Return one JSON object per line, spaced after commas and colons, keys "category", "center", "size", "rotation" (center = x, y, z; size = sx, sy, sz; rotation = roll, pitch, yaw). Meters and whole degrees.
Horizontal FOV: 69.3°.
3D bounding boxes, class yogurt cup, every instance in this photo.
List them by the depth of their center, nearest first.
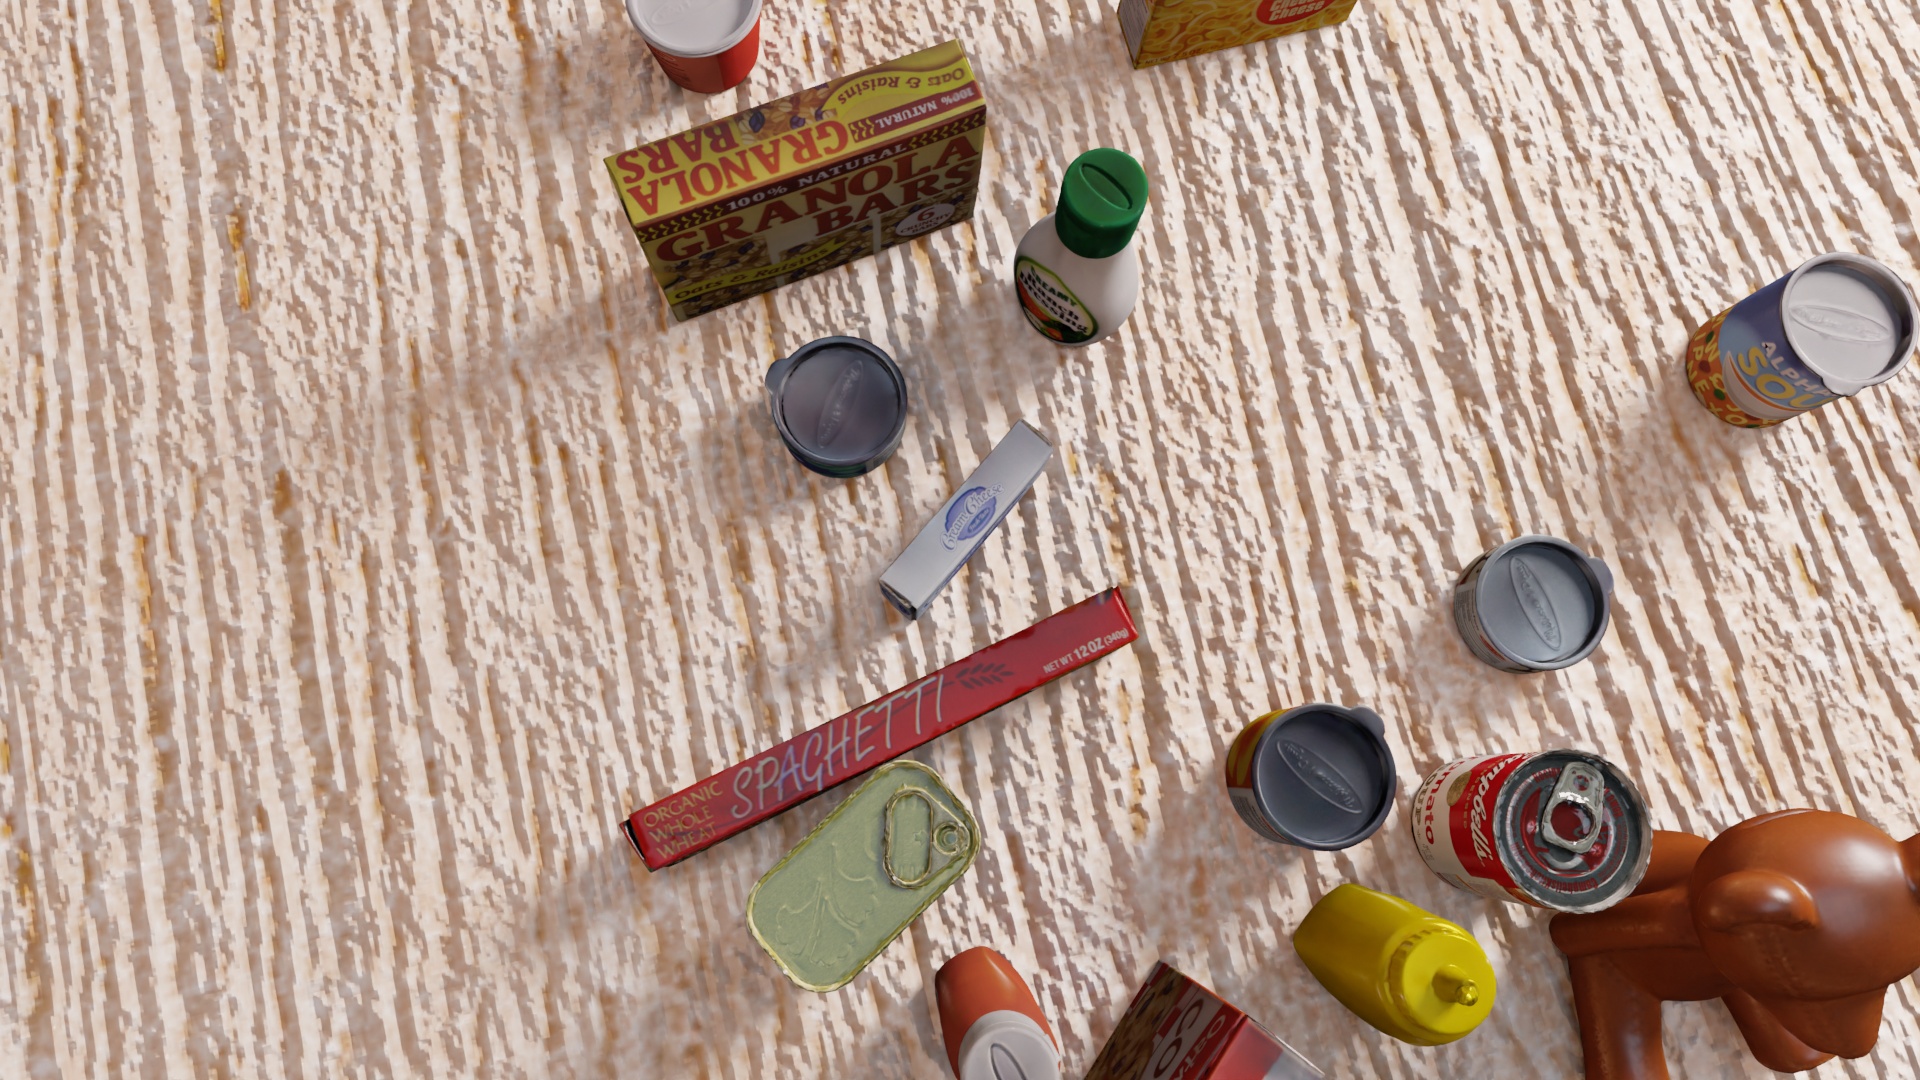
{"category": "yogurt cup", "center": [-0.133, -0.267, 0.713], "size": [0.072, 0.054, 0.072], "rotation": [0, 79, -2]}

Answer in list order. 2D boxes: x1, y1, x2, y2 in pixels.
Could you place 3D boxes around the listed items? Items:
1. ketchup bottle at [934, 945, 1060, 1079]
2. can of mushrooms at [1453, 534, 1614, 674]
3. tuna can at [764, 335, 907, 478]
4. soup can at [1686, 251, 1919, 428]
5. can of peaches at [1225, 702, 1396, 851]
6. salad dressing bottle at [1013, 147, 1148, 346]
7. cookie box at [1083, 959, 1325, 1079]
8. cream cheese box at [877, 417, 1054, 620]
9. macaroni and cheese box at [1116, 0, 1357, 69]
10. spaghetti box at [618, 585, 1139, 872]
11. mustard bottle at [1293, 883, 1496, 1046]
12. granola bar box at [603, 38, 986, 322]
{"category": "ketchup bottle", "center": [0.016, 0.209, 0.579], "size": [0.043, 0.148, 0.065], "rotation": [-28, 82, -7]}
{"category": "can of mushrooms", "center": [0.282, 0.031, 0.683], "size": [0.071, 0.033, 0.071], "rotation": [0, 79, -2]}
{"category": "tuna can", "center": [-0.062, -0.066, 0.688], "size": [0.071, 0.032, 0.071], "rotation": [0, 79, -2]}
{"category": "soup can", "center": [0.412, -0.094, 0.687], "size": [0.071, 0.083, 0.071], "rotation": [0, 79, -2]}
{"category": "can of peaches", "center": [0.164, 0.109, 0.651], "size": [0.071, 0.058, 0.071], "rotation": [0, 79, -2]}
{"category": "salad dressing bottle", "center": [0.058, -0.135, 0.648], "size": [0.064, 0.147, 0.044], "rotation": [43, 81, 5]}
{"category": "cookie box", "center": [0.077, 0.242, 0.566], "size": [0.040, 0.167, 0.123], "rotation": [35, 80, 4]}
{"category": "cream cheese box", "center": [0.002, -0.008, 0.669], "size": [0.024, 0.053, 0.104], "rotation": [40, 80, 5]}
{"category": "macaroni and cheese box", "center": [0.151, -0.299, 0.674], "size": [0.124, 0.166, 0.040], "rotation": [-15, 81, -5]}
{"category": "spaghetti box", "center": [-0.035, 0.088, 0.651], "size": [0.250, 0.050, 0.029], "rotation": [-25, 82, -7]}
{"category": "mustard bottle", "center": [0.189, 0.181, 0.586], "size": [0.065, 0.160, 0.049], "rotation": [43, 81, 6]}
{"category": "granola bar box", "center": [-0.072, -0.166, 0.660], "size": [0.166, 0.124, 0.039], "rotation": [-21, 81, -6]}
